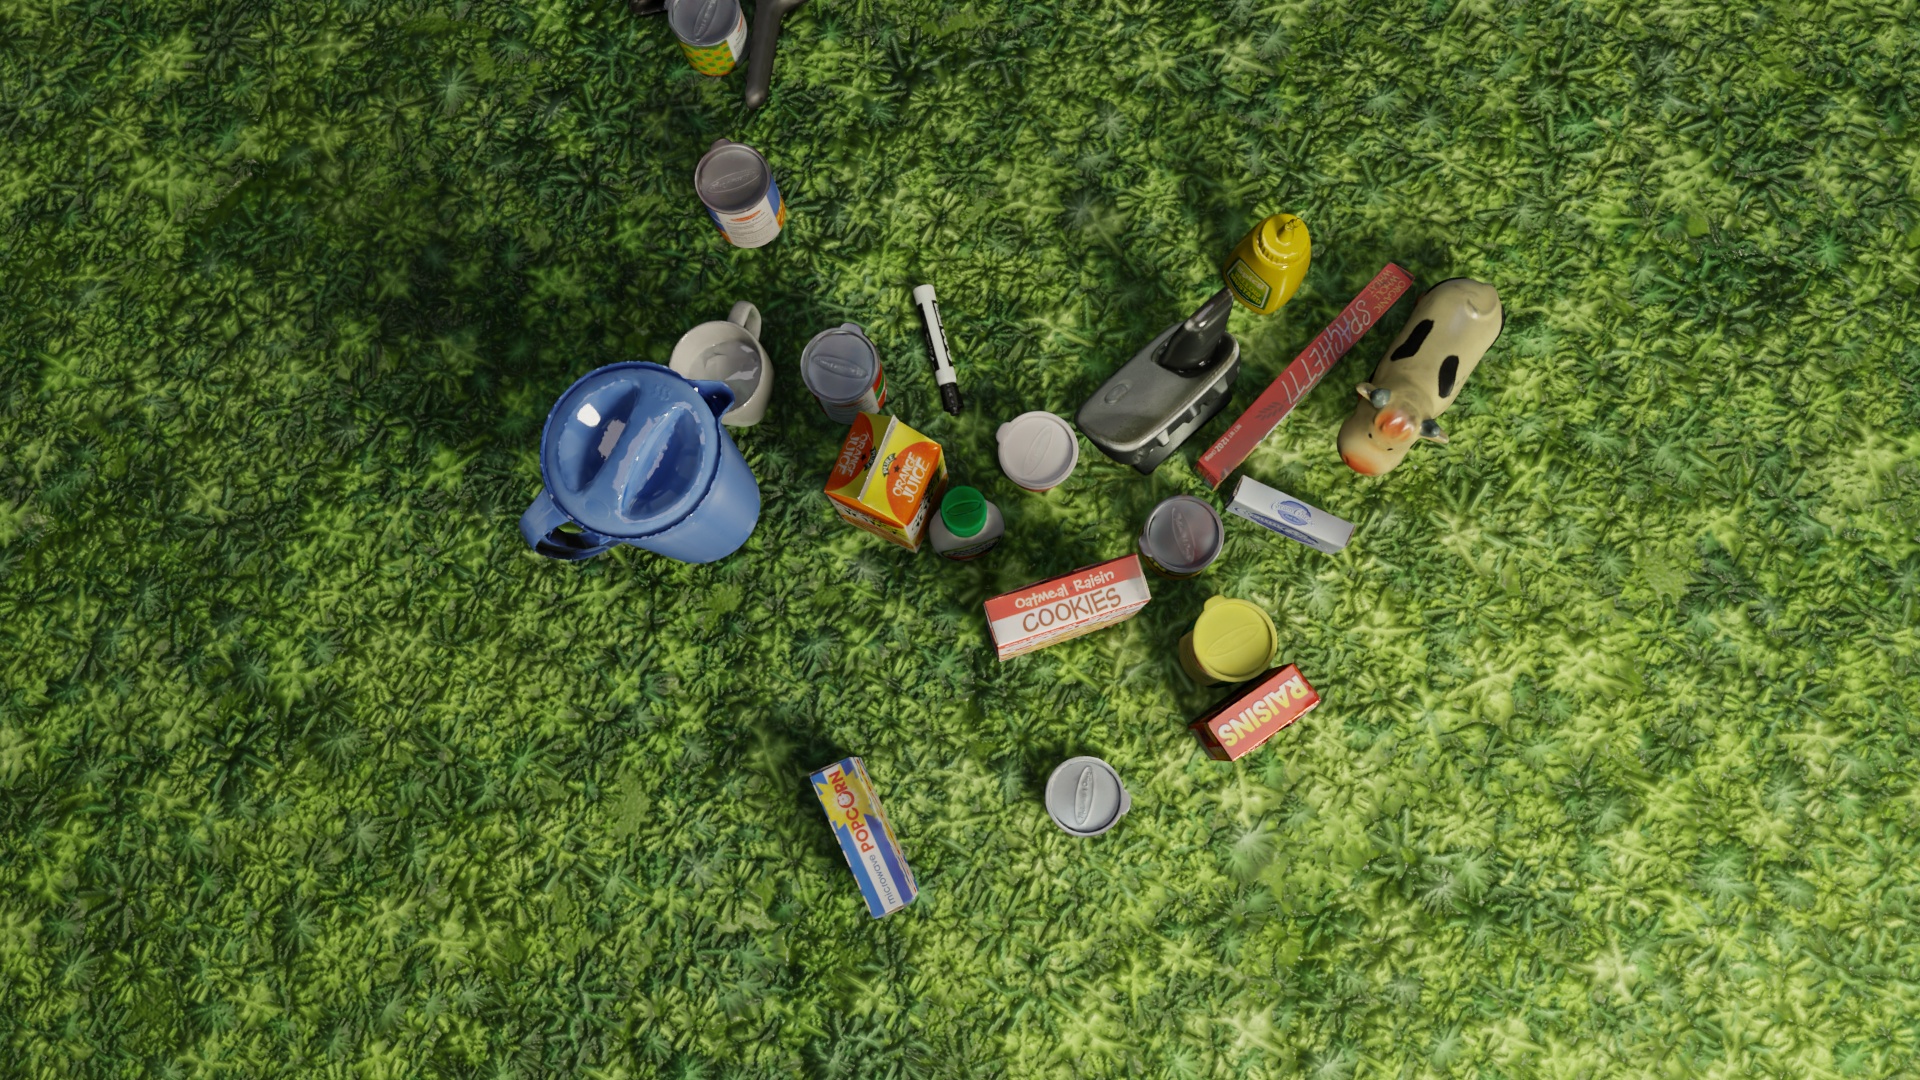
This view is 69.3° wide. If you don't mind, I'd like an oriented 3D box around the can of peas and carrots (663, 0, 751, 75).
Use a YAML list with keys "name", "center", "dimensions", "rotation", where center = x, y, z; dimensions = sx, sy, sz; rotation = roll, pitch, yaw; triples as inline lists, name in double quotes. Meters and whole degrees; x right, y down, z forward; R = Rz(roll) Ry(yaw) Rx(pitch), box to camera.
- name: "can of peas and carrots"
  center: [-0.231, -0.470, 1.273]
  dimensions: [0.071, 0.058, 0.071]
  rotation: [0, 81, 2]

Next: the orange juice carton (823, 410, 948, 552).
- name: "orange juice carton"
  center: [-0.059, -0.048, 1.130]
  dimensions: [0.073, 0.192, 0.072]
  rotation: [23, 83, 5]

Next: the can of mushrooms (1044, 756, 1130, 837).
- name: "can of mushrooms"
  center: [0.106, 0.214, 1.162]
  dimensions: [0.071, 0.033, 0.071]
  rotation: [0, 81, 2]

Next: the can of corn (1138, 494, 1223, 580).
- name: "can of corn"
  center: [0.184, -0.001, 1.183]
  dimensions: [0.071, 0.058, 0.071]
  rotation: [0, 81, 2]

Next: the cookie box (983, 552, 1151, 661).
- name: "cookie box"
  center: [0.082, 0.056, 1.121]
  dimensions: [0.123, 0.167, 0.040]
  rotation: [-18, 81, -1]

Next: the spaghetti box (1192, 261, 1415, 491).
- name: "spaghetti box"
  center: [0.297, -0.143, 1.207]
  dimensions: [0.029, 0.050, 0.250]
  rotation: [44, 85, 8]

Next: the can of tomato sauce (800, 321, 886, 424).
- name: "can of tomato sauce"
  center: [-0.099, -0.143, 1.203]
  dimensions: [0.071, 0.083, 0.071]
  rotation: [0, 81, 2]

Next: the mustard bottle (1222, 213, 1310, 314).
- name: "mustard bottle"
  center: [0.262, -0.239, 1.168]
  dimensions: [0.049, 0.160, 0.065]
  rotation: [-44, 82, -5]

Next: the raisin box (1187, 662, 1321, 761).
- name: "raisin box"
  center: [0.235, 0.141, 1.125]
  dimensions: [0.086, 0.123, 0.040]
  rotation: [-34, 82, -3]

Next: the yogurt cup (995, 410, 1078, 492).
- name: "yogurt cup"
  center: [0.067, -0.073, 1.201]
  dimensions: [0.072, 0.054, 0.072]
  rotation: [0, 81, 2]

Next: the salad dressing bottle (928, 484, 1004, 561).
- name: "salad dressing bottle"
  center: [0.004, -0.014, 1.145]
  dimensions: [0.064, 0.147, 0.044]
  rotation: [-14, 81, 0]

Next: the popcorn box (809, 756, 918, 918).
- name: "popcorn box"
  center: [-0.077, 0.241, 1.137]
  dimensions: [0.038, 0.085, 0.127]
  rotation: [-25, 81, -2]

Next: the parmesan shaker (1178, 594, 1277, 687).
- name: "parmesan shaker"
  center: [0.217, 0.084, 1.145]
  dimensions: [0.071, 0.103, 0.071]
  rotation: [0, 81, 2]

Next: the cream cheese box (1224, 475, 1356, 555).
- name: "cream cheese box"
  center: [0.280, -0.020, 1.185]
  dimensions: [0.104, 0.053, 0.024]
  rotation: [25, 83, 6]

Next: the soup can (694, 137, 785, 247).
- name: "soup can"
  center: [-0.195, -0.307, 1.233]
  dimensions: [0.071, 0.083, 0.071]
  rotation: [0, 81, 2]
